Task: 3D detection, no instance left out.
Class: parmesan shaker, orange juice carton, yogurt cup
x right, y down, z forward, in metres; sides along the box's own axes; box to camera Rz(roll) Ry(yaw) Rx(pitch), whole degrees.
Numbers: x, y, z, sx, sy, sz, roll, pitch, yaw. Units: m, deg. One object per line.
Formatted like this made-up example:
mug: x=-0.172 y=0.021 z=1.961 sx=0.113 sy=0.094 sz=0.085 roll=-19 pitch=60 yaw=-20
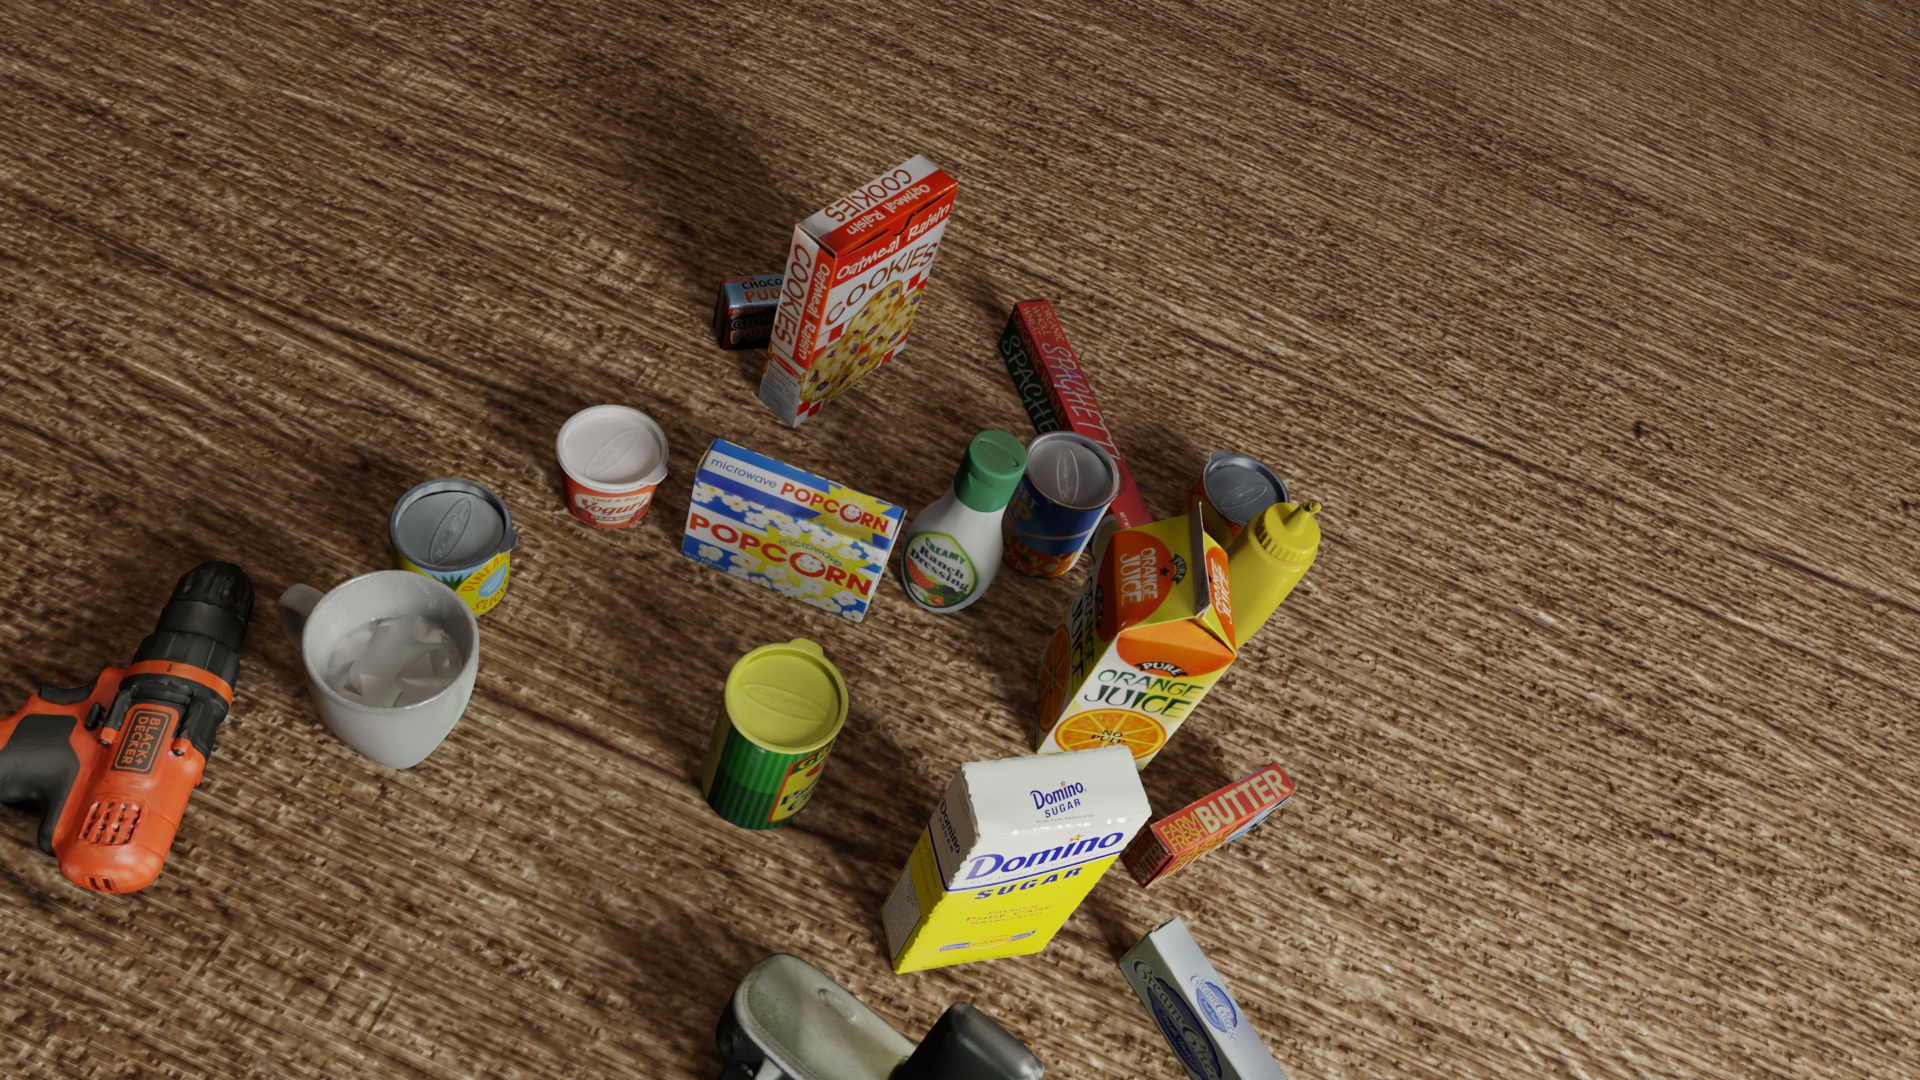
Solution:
parmesan shaker: x=-0.104 y=0.109 z=0.774 sx=0.071 sy=0.102 sz=0.071 roll=9 pitch=53 yaw=-12
orange juice carton: x=0.107 y=0.059 z=0.823 sx=0.073 sy=0.191 sz=0.072 roll=11 pitch=53 yaw=-10
yogurt cup: x=-0.221 y=-0.044 z=0.878 sx=0.072 sy=0.053 sz=0.073 roll=9 pitch=53 yaw=-12

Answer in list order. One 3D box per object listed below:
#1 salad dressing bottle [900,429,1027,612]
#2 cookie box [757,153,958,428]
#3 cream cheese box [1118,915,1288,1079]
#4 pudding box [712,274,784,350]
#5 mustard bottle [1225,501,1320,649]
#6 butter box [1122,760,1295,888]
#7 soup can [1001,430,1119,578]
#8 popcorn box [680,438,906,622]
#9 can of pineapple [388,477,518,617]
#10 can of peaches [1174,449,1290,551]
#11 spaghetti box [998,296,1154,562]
salad dressing bottle: x=0.003 y=-0.011 z=0.869 sx=0.064 sy=0.146 sz=0.044 roll=34 pitch=52 yaw=7
cookie box: x=-0.071 y=-0.168 z=0.946 sx=0.040 sy=0.166 sz=0.123 roll=40 pitch=53 yaw=12
cream cheese box: x=0.132 y=0.265 z=0.770 sx=0.024 sy=0.053 sz=0.104 roll=-21 pitch=64 yaw=-30
pudding box: x=-0.132 y=-0.166 z=0.999 sx=0.084 sy=0.049 sz=0.030 roll=-8 pitch=58 yaw=-23
mustard bottle: x=0.195 y=0.018 z=0.903 sx=0.049 sy=0.159 sz=0.065 roll=42 pitch=53 yaw=13
butter box: x=0.151 y=0.173 z=0.844 sx=0.104 sy=0.052 sz=0.024 roll=-20 pitch=63 yaw=-29
soup can: x=0.060 y=-0.024 z=0.938 sx=0.071 sy=0.083 sz=0.072 roll=9 pitch=53 yaw=-12
popcorn box: x=-0.107 y=-0.005 z=0.868 sx=0.127 sy=0.084 sz=0.038 roll=21 pitch=52 yaw=-3
can of pineapple: x=-0.297 y=0.007 z=0.813 sx=0.071 sy=0.057 sz=0.071 roll=9 pitch=53 yaw=-12
can of peaches: x=0.192 y=-0.021 z=0.996 sx=0.071 sy=0.057 sz=0.071 roll=9 pitch=53 yaw=-12
spaghetti box: x=0.086 y=-0.069 z=1.000 sx=0.029 sy=0.050 sz=0.251 roll=-8 pitch=58 yaw=-23
